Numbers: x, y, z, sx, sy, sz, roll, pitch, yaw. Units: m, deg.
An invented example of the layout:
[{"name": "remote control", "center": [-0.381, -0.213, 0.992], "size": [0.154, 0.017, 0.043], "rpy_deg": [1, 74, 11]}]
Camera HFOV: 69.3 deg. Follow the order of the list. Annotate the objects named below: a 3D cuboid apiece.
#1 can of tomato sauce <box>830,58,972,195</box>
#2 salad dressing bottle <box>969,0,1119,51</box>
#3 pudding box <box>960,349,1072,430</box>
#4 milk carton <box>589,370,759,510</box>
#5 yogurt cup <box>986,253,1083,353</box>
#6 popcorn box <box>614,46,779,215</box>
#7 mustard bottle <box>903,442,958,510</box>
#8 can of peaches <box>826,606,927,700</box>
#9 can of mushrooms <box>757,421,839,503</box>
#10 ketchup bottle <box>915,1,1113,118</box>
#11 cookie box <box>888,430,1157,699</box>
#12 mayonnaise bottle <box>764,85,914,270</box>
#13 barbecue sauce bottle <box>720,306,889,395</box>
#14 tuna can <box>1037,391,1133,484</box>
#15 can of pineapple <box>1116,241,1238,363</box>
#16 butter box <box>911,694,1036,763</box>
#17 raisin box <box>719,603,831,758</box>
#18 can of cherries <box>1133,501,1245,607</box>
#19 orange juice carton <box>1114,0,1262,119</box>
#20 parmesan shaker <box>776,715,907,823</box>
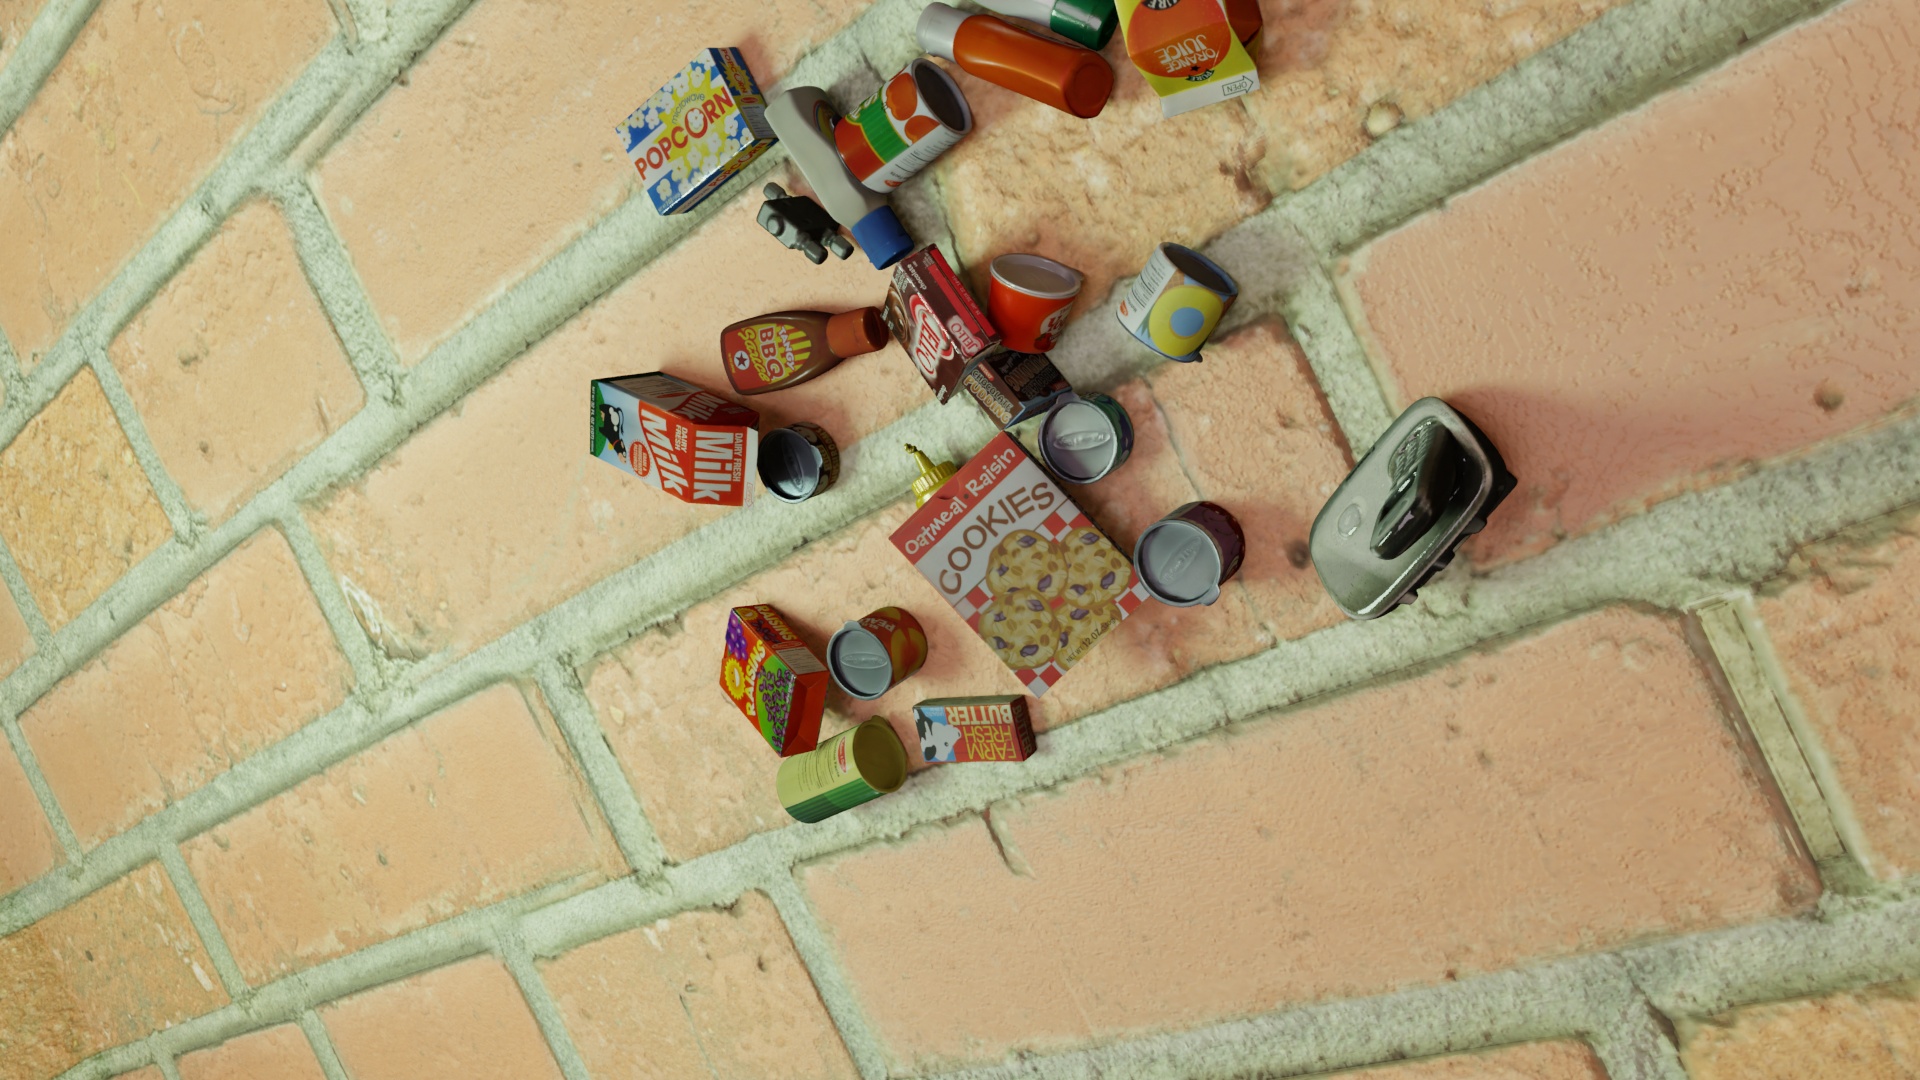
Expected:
[{"name": "can of tomato sauce", "center": [-0.044, -0.310, 1.037], "size": [0.083, 0.071, 0.071], "rpy_deg": [-28, 90, 33]}, {"name": "salad dressing bottle", "center": [0.039, -0.388, 0.969], "size": [0.148, 0.064, 0.043], "rpy_deg": [29, 126, 12]}, {"name": "pudding box", "center": [0.043, -0.115, 1.036], "size": [0.050, 0.084, 0.030], "rpy_deg": [52, 123, 7]}, {"name": "milk carton", "center": [-0.236, -0.086, 1.194], "size": [0.191, 0.074, 0.072], "rpy_deg": [23, 116, 38]}, {"name": "yogurt cup", "center": [0.050, -0.174, 1.027], "size": [0.072, 0.073, 0.053], "rpy_deg": [28, 126, 21]}, {"name": "popcorn box", "center": [-0.219, -0.337, 1.150], "size": [0.126, 0.038, 0.085], "rpy_deg": [-26, 90, 34]}, {"name": "mustard bottle", "center": [0.004, -0.014, 1.112], "size": [0.065, 0.049, 0.160], "rpy_deg": [-35, 85, 25]}, {"name": "can of peaches", "center": [-0.071, 0.093, 1.185], "size": [0.071, 0.058, 0.071], "rpy_deg": [10, 110, 29]}, {"name": "can of mushrooms", "center": [-0.137, -0.067, 1.189], "size": [0.071, 0.033, 0.070], "rpy_deg": [10, 109, 29]}, {"name": "ketchup bottle", "center": [0.034, -0.344, 0.985], "size": [0.149, 0.065, 0.043], "rpy_deg": [31, 102, 29]}, {"name": "cookie box", "center": [0.048, 0.017, 1.055], "size": [0.123, 0.040, 0.167], "rpy_deg": [-44, 85, 7]}, {"name": "mayonnaise bottle", "center": [-0.090, -0.281, 1.079], "size": [0.041, 0.065, 0.148], "rpy_deg": [-33, 91, 30]}, {"name": "barbecue sauce bottle", "center": [-0.129, -0.162, 1.148], "size": [0.148, 0.044, 0.064], "rpy_deg": [-7, 100, 32]}, {"name": "tuna can", "center": [0.094, -0.080, 1.047], "size": [0.071, 0.033, 0.070], "rpy_deg": [10, 110, 28]}, {"name": "can of pineapple", "center": [0.152, -0.165, 0.967], "size": [0.071, 0.071, 0.057], "rpy_deg": [40, 121, 14]}, {"name": "butter box", "center": [0.011, 0.160, 1.177], "size": [0.103, 0.024, 0.053], "rpy_deg": [-7, 101, 32]}, {"name": "raisin box", "center": [-0.168, 0.123, 1.237], "size": [0.124, 0.040, 0.085], "rpy_deg": [39, 125, 44]}, {"name": "can of cherries", "center": [0.170, 0.011, 1.015], "size": [0.071, 0.058, 0.071], "rpy_deg": [9, 109, 28]}, {"name": "orange juice carton", "center": [0.140, -0.378, 0.902], "size": [0.071, 0.073, 0.192], "rpy_deg": [-10, 100, 33]}, {"name": "parmesan shaker", "center": [-0.106, 0.205, 1.239], "size": [0.102, 0.071, 0.071], "rpy_deg": [-28, 90, 35]}]
